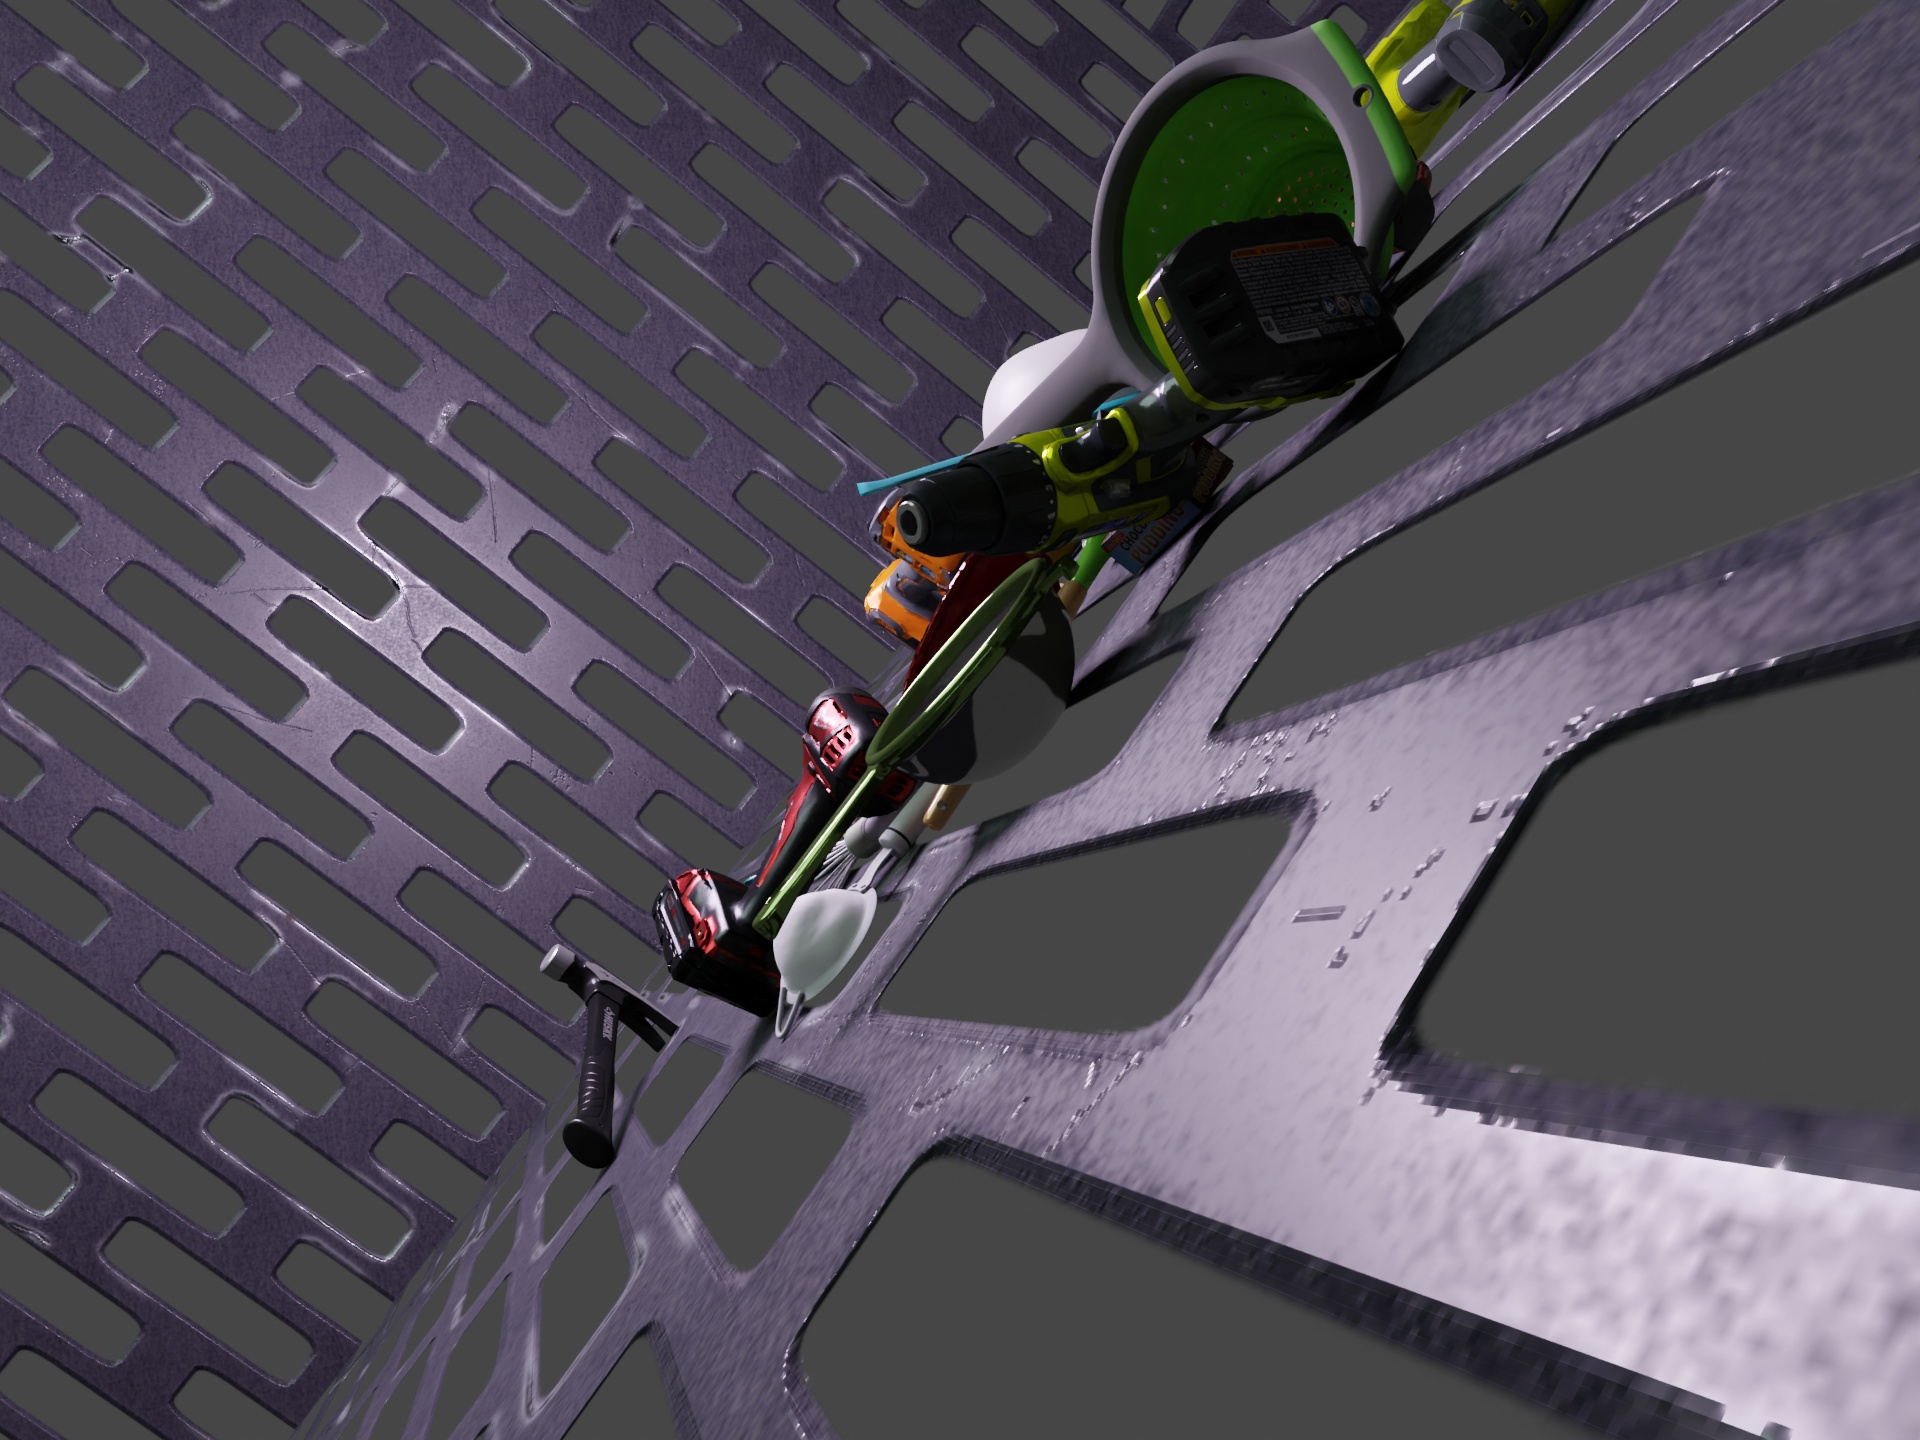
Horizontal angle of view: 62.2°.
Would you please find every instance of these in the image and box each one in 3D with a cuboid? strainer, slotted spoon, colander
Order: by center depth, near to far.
[{"bbox_3d":[-0.012,0.027,0.870,0.256,0.069,0.151,-53,9,-12],"label":"strainer"},{"bbox_3d":[0.134,-0.239,0.969,0.094,0.205,0.397,-10,-19,-40],"label":"colander"},{"bbox_3d":[-0.048,0.081,0.990,0.258,0.050,0.087,-51,21,-23],"label":"strainer"},{"bbox_3d":[0.059,-0.065,1.009,0.314,0.070,0.031,-59,-12,-15],"label":"slotted spoon"},{"bbox_3d":[0.046,-0.314,1.582,0.340,0.095,0.211,-16,7,12],"label":"strainer"}]

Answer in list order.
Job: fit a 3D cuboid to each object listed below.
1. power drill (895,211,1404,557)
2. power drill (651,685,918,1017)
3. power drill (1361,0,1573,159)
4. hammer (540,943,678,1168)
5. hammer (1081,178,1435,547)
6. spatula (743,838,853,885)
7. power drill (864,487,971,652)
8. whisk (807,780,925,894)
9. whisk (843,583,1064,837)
[{"bbox_3d":[0.087,-0.152,0.798,0.190,0.080,0.228,-19,-9,-38],"label":"power drill"},{"bbox_3d":[-0.117,0.077,1.085,0.219,0.078,0.143,-56,28,8],"label":"power drill"},{"bbox_3d":[0.360,-0.484,1.114,0.171,0.080,0.223,-52,9,-10],"label":"power drill"},{"bbox_3d":[-0.324,0.312,1.449,0.035,0.146,0.335,-52,17,5],"label":"hammer"},{"bbox_3d":[0.178,-0.240,1.041,0.337,0.034,0.127,-39,44,50],"label":"hammer"},{"bbox_3d":[-0.047,0.020,1.204,0.317,0.044,0.082,-55,-30,14],"label":"spatula"},{"bbox_3d":[-0.021,-0.140,1.675,0.084,0.164,0.226,-54,-6,-20],"label":"power drill"},{"bbox_3d":[-0.076,0.090,1.125,0.059,0.058,0.246,-15,-18,-43],"label":"whisk"},{"bbox_3d":[0.000,-0.002,1.159,0.245,0.051,0.047,-47,27,4],"label":"whisk"}]
